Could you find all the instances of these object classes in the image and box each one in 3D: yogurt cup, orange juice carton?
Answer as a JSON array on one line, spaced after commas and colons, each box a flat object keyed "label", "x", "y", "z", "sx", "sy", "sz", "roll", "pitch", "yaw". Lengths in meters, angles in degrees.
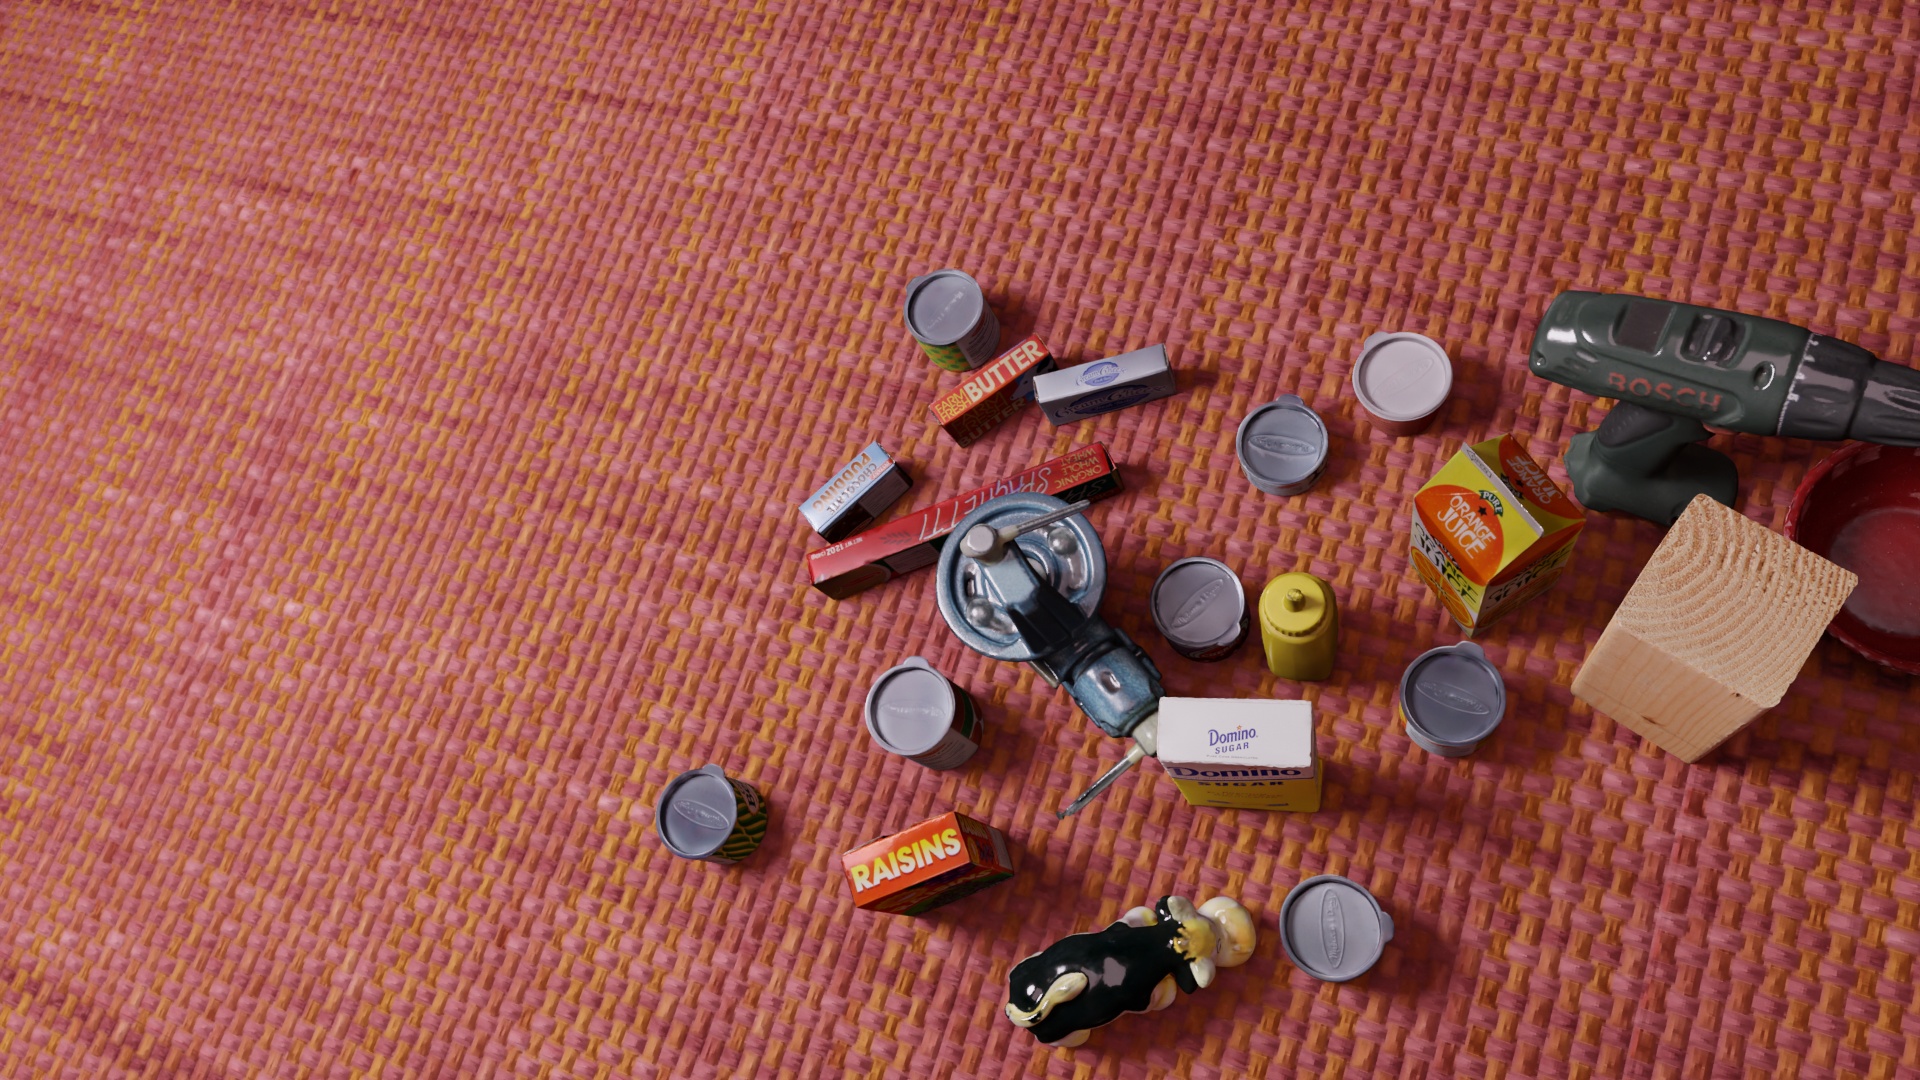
[{"label": "yogurt cup", "x": 0.320, "y": -0.110, "z": 1.007, "sx": 0.072, "sy": 0.054, "sz": 0.072, "roll": -5, "pitch": 71, "yaw": 15}, {"label": "orange juice carton", "x": 0.341, "y": -0.005, "z": 0.891, "sx": 0.073, "sy": 0.192, "sz": 0.072, "roll": -34, "pitch": 67, "yaw": 4}]

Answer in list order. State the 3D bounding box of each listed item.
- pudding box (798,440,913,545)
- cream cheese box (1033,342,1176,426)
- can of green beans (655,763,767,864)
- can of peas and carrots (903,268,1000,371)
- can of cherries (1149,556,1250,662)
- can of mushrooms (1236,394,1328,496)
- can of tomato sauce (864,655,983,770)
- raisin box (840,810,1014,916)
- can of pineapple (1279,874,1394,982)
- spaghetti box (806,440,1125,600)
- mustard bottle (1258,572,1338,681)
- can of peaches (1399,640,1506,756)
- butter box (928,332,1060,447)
[{"label": "pudding box", "x": -0.082, "y": -0.035, "z": 1.104, "sx": 0.084, "sy": 0.049, "sz": 0.030, "roll": -42, "pitch": 66, "yaw": 0}, {"label": "cream cheese box", "x": 0.112, "y": -0.119, "z": 1.071, "sx": 0.104, "sy": 0.053, "sz": 0.024, "roll": -14, "pitch": 70, "yaw": 12}, {"label": "can of green beans", "x": -0.187, "y": 0.210, "z": 1.050, "sx": 0.071, "sy": 0.057, "sz": 0.071, "roll": -5, "pitch": 72, "yaw": 15}, {"label": "can of peas and carrots", "x": -0.008, "y": -0.178, "z": 1.123, "sx": 0.071, "sy": 0.058, "sz": 0.071, "roll": -5, "pitch": 72, "yaw": 15}, {"label": "can of cherries", "x": 0.174, "y": 0.053, "z": 0.994, "sx": 0.071, "sy": 0.058, "sz": 0.071, "roll": -5, "pitch": 72, "yaw": 15}, {"label": "can of mushrooms", "x": 0.240, "y": -0.070, "z": 1.029, "sx": 0.071, "sy": 0.033, "sz": 0.071, "roll": -5, "pitch": 71, "yaw": 15}, {"label": "can of tomato sauce", "x": -0.025, "y": 0.128, "z": 1.015, "sx": 0.071, "sy": 0.083, "sz": 0.071, "roll": -5, "pitch": 72, "yaw": 15}, {"label": "raisin box", "x": -0.020, "y": 0.224, "z": 0.960, "sx": 0.086, "sy": 0.123, "sz": 0.040, "roll": -23, "pitch": 68, "yaw": 9}, {"label": "can of pineapple", "x": 0.245, "y": 0.255, "z": 0.908, "sx": 0.071, "sy": 0.057, "sz": 0.071, "roll": -5, "pitch": 72, "yaw": 15}, {"label": "spaghetti box", "x": 0.004, "y": -0.013, "z": 1.071, "sx": 0.250, "sy": 0.050, "sz": 0.029, "roll": -21, "pitch": 68, "yaw": 9}, {"label": "mustard bottle", "x": 0.225, "y": 0.052, "z": 0.924, "sx": 0.049, "sy": 0.160, "sz": 0.065, "roll": 4, "pitch": 74, "yaw": 18}, {"label": "can of peaches", "x": 0.330, "y": 0.107, "z": 0.931, "sx": 0.071, "sy": 0.058, "sz": 0.071, "roll": -5, "pitch": 72, "yaw": 15}, {"label": "butter box", "x": 0.029, "y": -0.117, "z": 1.096, "sx": 0.103, "sy": 0.053, "sz": 0.024, "roll": -34, "pitch": 67, "yaw": 4}]
